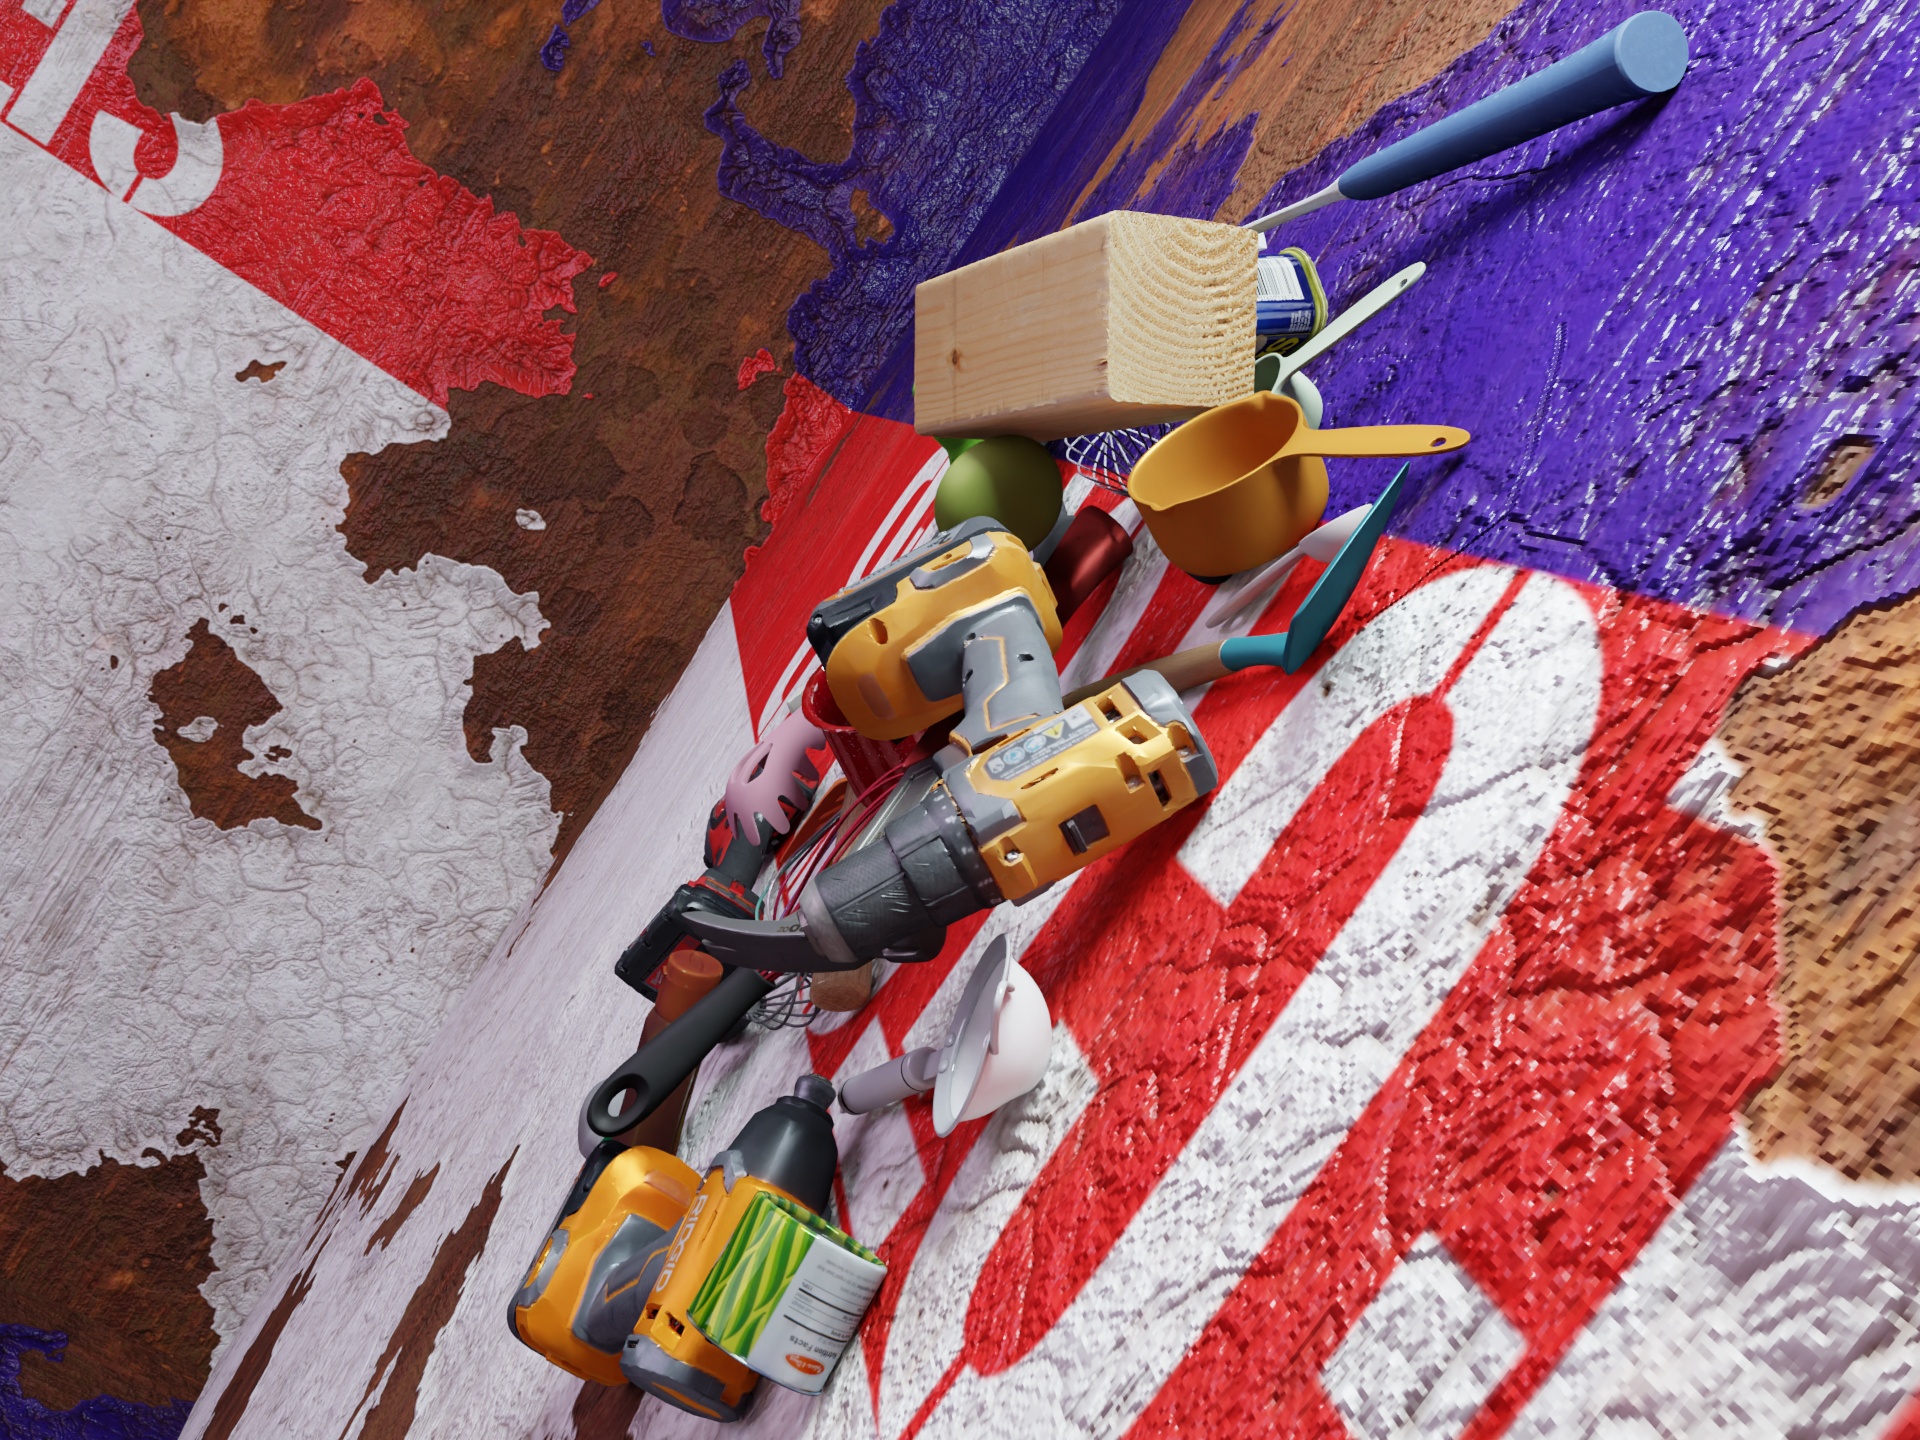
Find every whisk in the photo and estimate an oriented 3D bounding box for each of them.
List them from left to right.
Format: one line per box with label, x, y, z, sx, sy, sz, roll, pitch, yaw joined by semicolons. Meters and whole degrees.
whisk;-0.136;0.188;1.042;0.055;0.055;0.239;-64;12;-27
whisk;-0.096;0.127;0.886;0.296;0.073;0.073;-43;15;-1
whisk;-0.070;0.062;1.086;0.245;0.051;0.047;-61;-30;-36
whisk;0.112;-0.134;0.903;0.070;0.070;0.285;-52;21;16

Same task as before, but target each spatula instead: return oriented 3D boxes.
spatula;-0.081;0.005;1.246;0.081;0.041;0.323;-54;13;27
spatula;0.106;-0.035;0.728;0.082;0.044;0.317;-52;11;-19

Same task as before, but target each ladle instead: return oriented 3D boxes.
ladle;0.014;-0.107;1.029;0.078;0.062;0.320;-27;-5;-8

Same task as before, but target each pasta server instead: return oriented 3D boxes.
pasta server;-0.057;-0.045;1.078;0.060;0.040;0.316;10;52;45

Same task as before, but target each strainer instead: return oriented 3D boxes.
strainer;-0.012;0.155;0.716;0.258;0.050;0.087;-42;28;60

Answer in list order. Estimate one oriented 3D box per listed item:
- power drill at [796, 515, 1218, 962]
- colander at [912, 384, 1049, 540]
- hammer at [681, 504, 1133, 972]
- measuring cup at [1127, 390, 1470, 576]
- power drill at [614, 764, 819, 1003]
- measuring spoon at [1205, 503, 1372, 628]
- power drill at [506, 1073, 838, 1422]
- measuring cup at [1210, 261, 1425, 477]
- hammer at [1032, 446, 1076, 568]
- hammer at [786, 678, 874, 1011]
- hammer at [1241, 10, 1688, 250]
power drill;-0.007;0.008;0.737;0.185;0.084;0.226;-30;34;-2
colander;-0.013;-0.201;1.212;0.397;0.094;0.204;-58;16;-11
hammer;-0.001;-0.003;0.864;0.149;0.036;0.359;-5;36;38
measuring cup;0.157;-0.104;0.717;0.174;0.052;0.095;7;47;47
power drill;-0.191;0.127;1.281;0.143;0.078;0.220;-46;15;34
measuring spoon;0.146;-0.062;0.714;0.034;0.018;0.124;-24;-9;-28
power drill;-0.142;0.267;0.825;0.226;0.084;0.164;-28;31;54
measuring cup;0.178;-0.166;0.789;0.167;0.038;0.083;-36;25;49
hammer;0.054;-0.166;1.185;0.146;0.035;0.335;-51;16;17
hammer;-0.063;0.053;1.030;0.130;0.031;0.332;-13;38;15
hammer;0.209;-0.285;0.848;0.144;0.035;0.405;-15;7;-24
